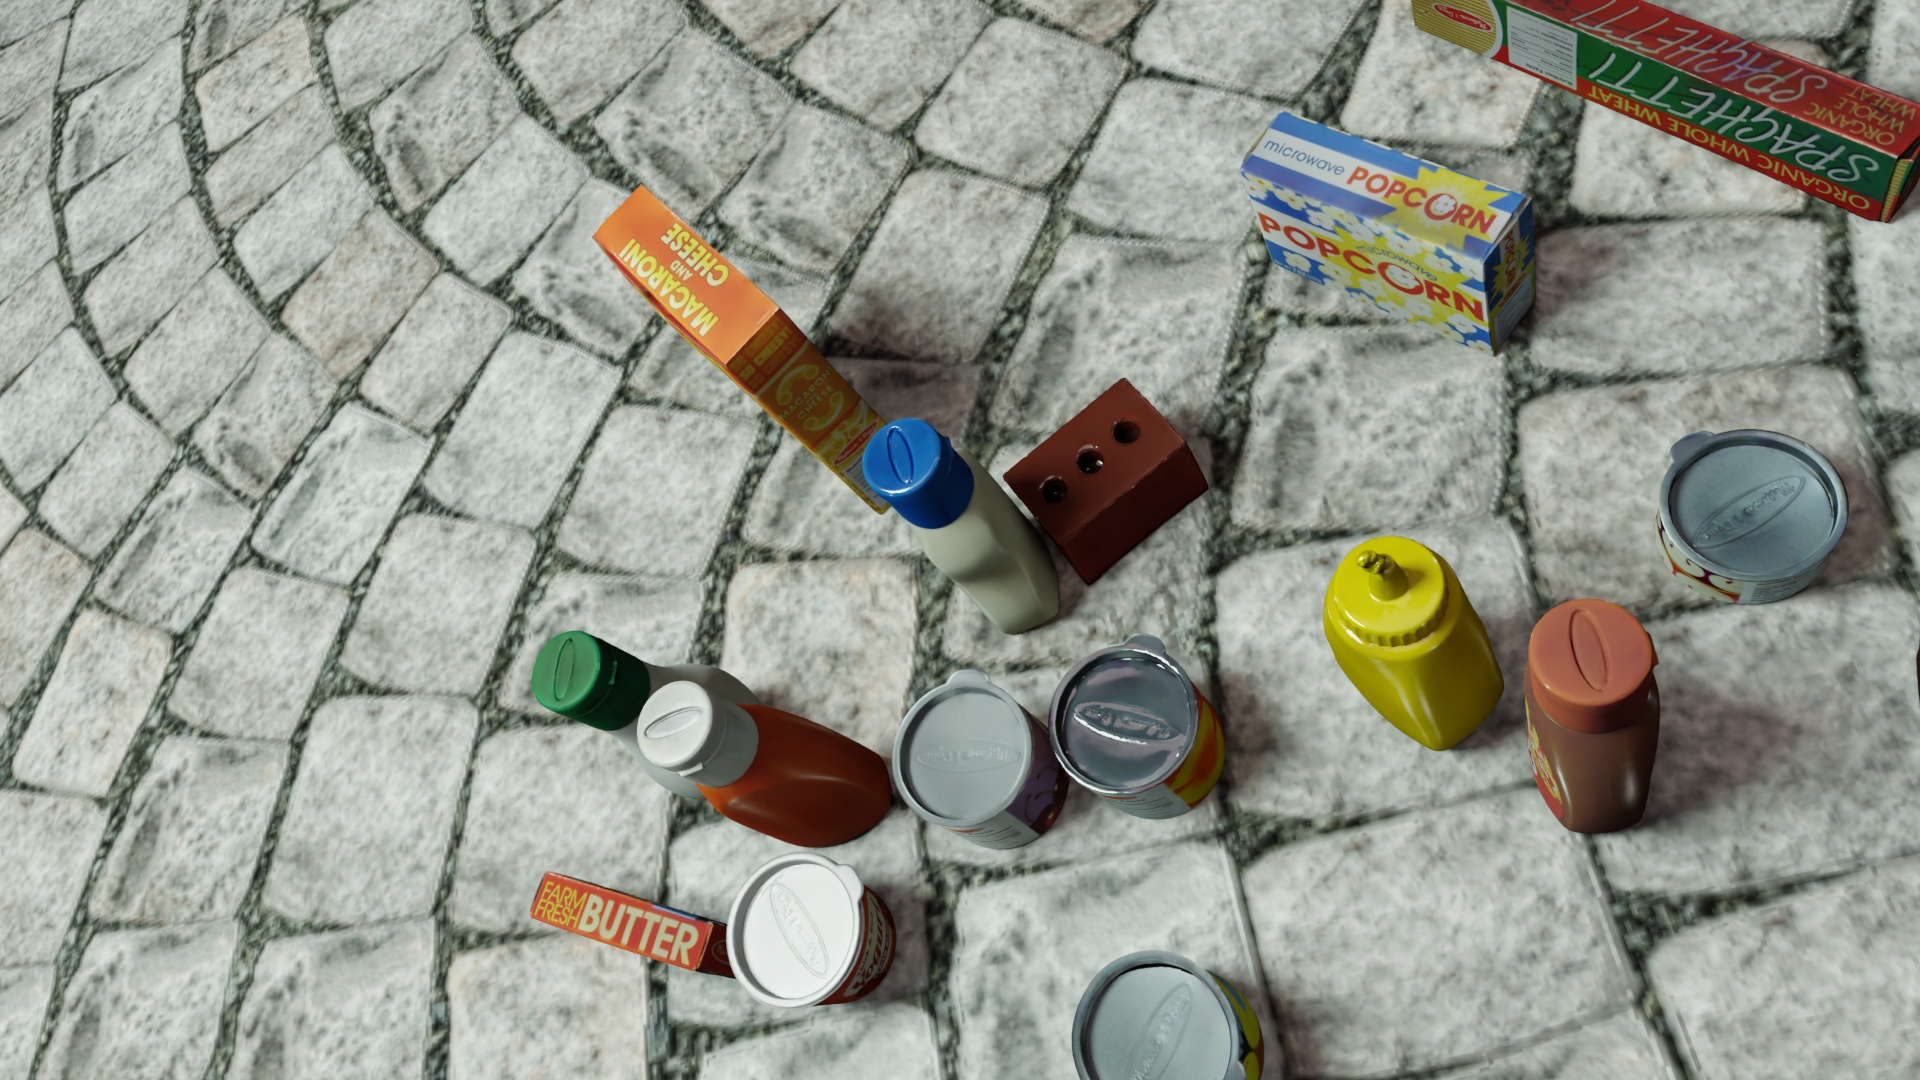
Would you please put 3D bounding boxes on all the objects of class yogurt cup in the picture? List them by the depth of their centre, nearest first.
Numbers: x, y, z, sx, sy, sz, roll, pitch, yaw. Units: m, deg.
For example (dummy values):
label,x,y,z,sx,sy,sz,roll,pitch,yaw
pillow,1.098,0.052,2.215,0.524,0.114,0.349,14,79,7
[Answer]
label,x,y,z,sx,sy,sz,roll,pitch,yaw
yogurt cup,-0.064,0.180,0.632,0.072,0.054,0.072,-9,65,20

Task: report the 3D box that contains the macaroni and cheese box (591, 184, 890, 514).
label,x,y,z,sx,sy,sz,roll,pitch,yaw
macaroni and cheese box,-0.098,-0.092,0.702,0.040,0.166,0.124,-46,58,-1

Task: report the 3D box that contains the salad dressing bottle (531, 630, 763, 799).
label,x,y,z,sx,sy,sz,roll,pitch,yaw
salad dressing bottle,-0.141,0.081,0.655,0.044,0.147,0.064,-6,66,21

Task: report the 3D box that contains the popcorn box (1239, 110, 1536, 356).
label,x,y,z,sx,sy,sz,roll,pitch,yaw
popcorn box,0.198,-0.143,0.645,0.127,0.085,0.038,32,83,31

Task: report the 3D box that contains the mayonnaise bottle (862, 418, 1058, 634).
label,x,y,z,sx,sy,sz,roll,pitch,yaw
mayonnaise bottle,0.002,-0.008,0.632,0.041,0.147,0.065,-24,61,13

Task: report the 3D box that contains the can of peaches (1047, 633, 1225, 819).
label,x,y,z,sx,sy,sz,roll,pitch,yaw
can of peaches,0.080,0.083,0.611,0.071,0.058,0.071,-9,65,20

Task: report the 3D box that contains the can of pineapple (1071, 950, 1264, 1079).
label,x,y,z,sx,sy,sz,roll,pitch,yaw
can of pineapple,0.085,0.203,0.555,0.071,0.057,0.071,-9,65,20

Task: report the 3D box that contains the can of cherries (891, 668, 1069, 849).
label,x,y,z,sx,sy,sz,roll,pitch,yaw
can of cherries,0.011,0.100,0.632,0.071,0.058,0.072,-9,65,20

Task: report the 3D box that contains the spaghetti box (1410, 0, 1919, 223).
label,x,y,z,sx,sy,sz,roll,pitch,yaw
spaghetti box,0.320,-0.222,0.648,0.029,0.050,0.251,-49,58,-2

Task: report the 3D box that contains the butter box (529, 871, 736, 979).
label,x,y,z,sx,sy,sz,roll,pitch,yaw
butter box,-0.150,0.186,0.667,0.103,0.053,0.024,8,72,26

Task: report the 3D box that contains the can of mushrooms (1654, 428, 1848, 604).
label,x,y,z,sx,sy,sz,roll,pitch,yaw
can of mushrooms,0.318,-0.011,0.565,0.071,0.033,0.071,-9,64,20

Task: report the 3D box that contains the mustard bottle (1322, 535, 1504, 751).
label,x,y,z,sx,sy,sz,roll,pitch,yaw
mustard bottle,0.171,0.035,0.533,0.049,0.160,0.065,-45,58,0

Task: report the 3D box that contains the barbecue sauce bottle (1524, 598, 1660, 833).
label,x,y,z,sx,sy,sz,roll,pitch,yaw
barbecue sauce bottle,0.228,0.062,0.503,0.043,0.148,0.065,-12,64,18

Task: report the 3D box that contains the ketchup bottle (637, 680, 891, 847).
label,x,y,z,sx,sy,sz,roll,pitch,yaw
ketchup bottle,-0.088,0.101,0.622,0.064,0.148,0.044,-23,61,13
